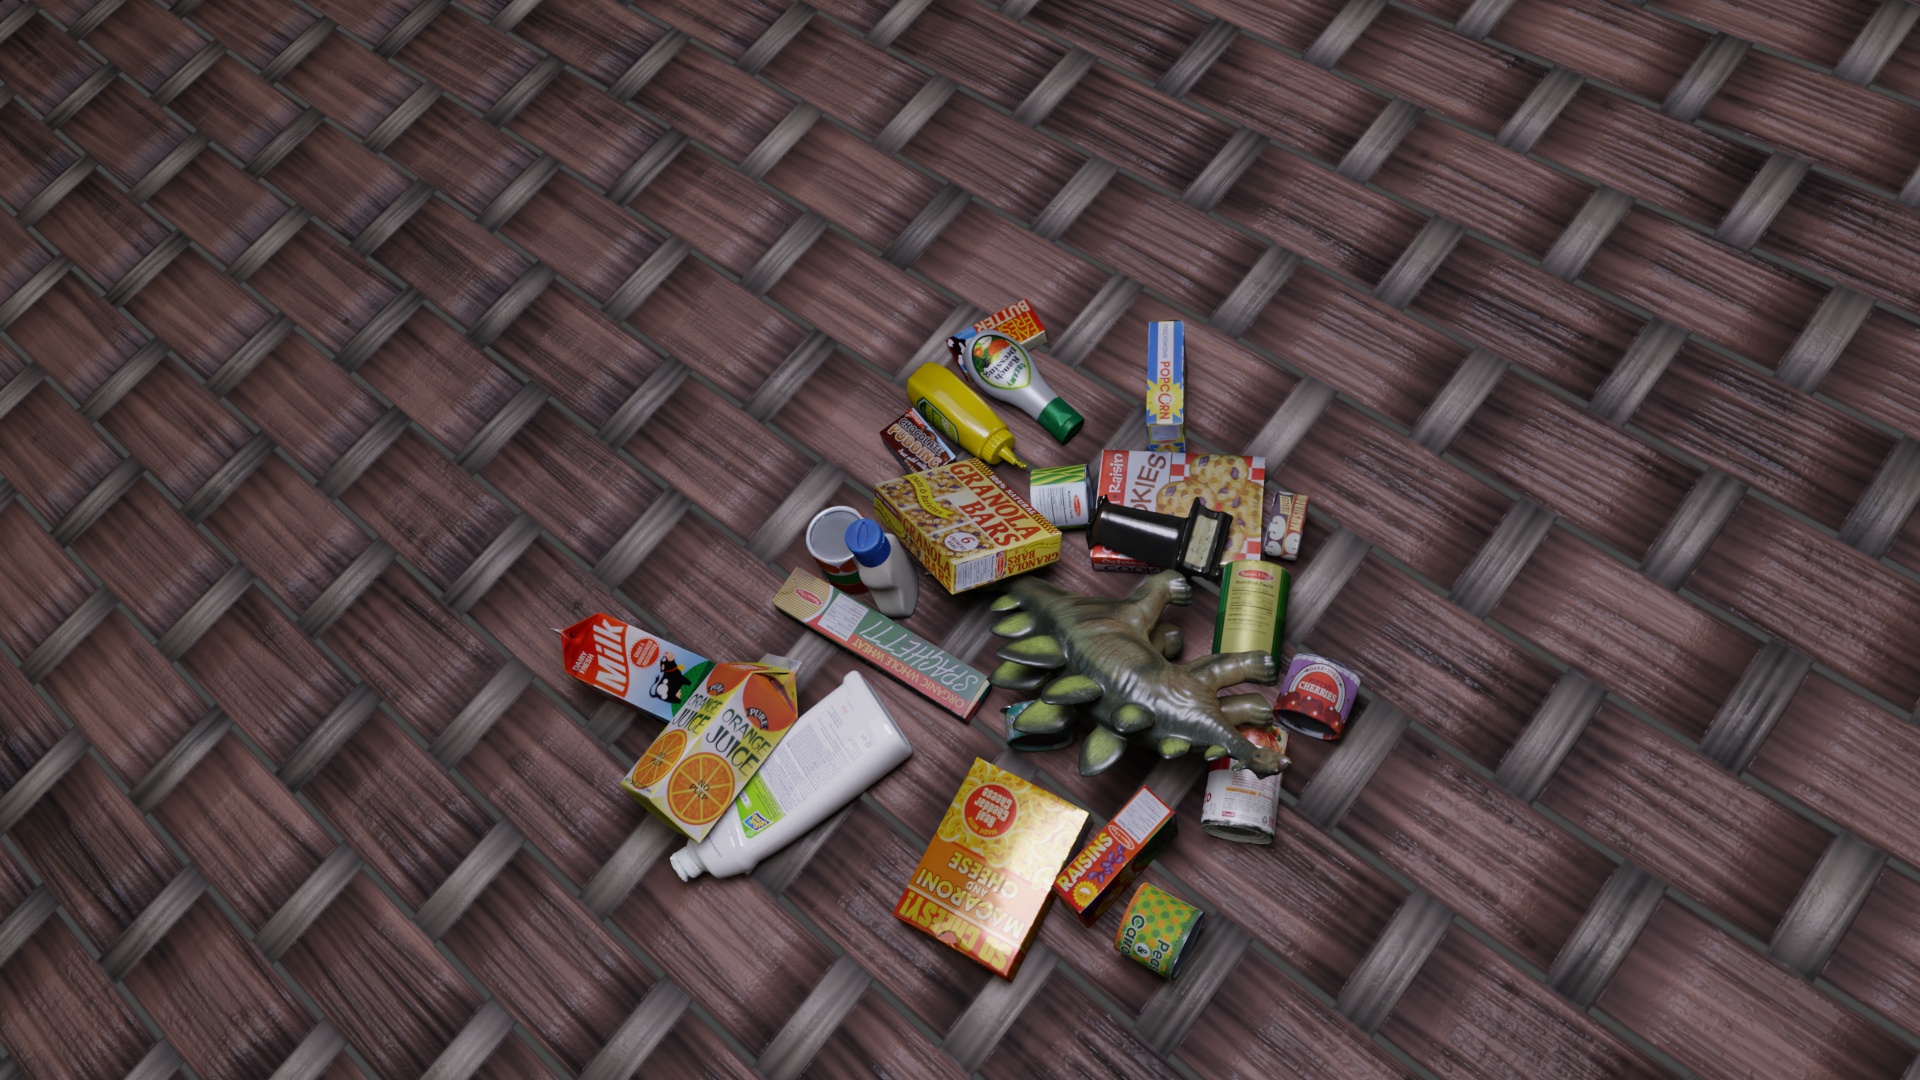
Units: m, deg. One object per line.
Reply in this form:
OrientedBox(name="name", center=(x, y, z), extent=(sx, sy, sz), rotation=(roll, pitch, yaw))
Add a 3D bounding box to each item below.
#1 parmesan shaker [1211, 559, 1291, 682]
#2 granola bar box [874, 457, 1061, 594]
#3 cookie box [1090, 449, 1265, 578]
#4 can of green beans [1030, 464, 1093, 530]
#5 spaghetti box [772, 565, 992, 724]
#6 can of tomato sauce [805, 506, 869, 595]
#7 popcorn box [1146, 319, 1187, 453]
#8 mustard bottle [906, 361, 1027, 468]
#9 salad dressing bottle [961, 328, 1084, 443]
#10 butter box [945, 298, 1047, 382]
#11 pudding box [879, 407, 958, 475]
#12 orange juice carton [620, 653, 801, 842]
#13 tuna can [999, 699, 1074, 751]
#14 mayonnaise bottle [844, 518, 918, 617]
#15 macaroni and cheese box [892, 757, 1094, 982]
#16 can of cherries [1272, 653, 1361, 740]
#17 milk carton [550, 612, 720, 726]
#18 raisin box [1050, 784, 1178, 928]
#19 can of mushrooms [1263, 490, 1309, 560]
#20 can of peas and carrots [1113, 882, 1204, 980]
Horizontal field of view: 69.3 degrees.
OrientedBox(name="parmesan shaker", center=(0.275, 0.078, 1.333), extent=(0.071, 0.071, 0.103), rotation=(7, 68, 15))
OrientedBox(name="granola bar box", center=(0.005, -0.017, 1.395), extent=(0.124, 0.038, 0.166), rotation=(-16, 38, -26))
OrientedBox(name="cookie box", center=(0.221, -0.026, 1.409), extent=(0.167, 0.040, 0.123), rotation=(3, 66, 12))
OrientedBox(name="can of green beans", center=(0.105, -0.043, 1.426), extent=(0.058, 0.071, 0.071), rotation=(-5, 64, 10))
OrientedBox(name="spaghetti box", center=(-0.081, 0.105, 1.415), extent=(0.250, 0.028, 0.050), rotation=(29, 74, 22))
OrientedBox(name="can of tomato sauce", center=(-0.120, 0.010, 1.437), extent=(0.071, 0.082, 0.071), rotation=(-4, 64, 9))
OrientedBox(name="popcorn box", center=(0.215, -0.154, 1.445), extent=(0.038, 0.085, 0.127), rotation=(0, 65, 11))
OrientedBox(name="mustard bottle", center=(0.010, -0.126, 1.487), extent=(0.049, 0.065, 0.160), rotation=(-42, 67, -16))
OrientedBox(name="salad dressing bottle", center=(0.068, -0.165, 1.490), extent=(0.148, 0.044, 0.064), rotation=(43, 84, 12))
OrientedBox(name="butter box", center=(0.041, -0.223, 1.548), extent=(0.103, 0.024, 0.053), rotation=(-28, 63, -2))
OrientedBox(name="pudding box", center=(-0.044, -0.097, 1.503), extent=(0.050, 0.030, 0.084), rotation=(-36, 63, -7))
OrientedBox(name="orange juice carton", center=(-0.229, 0.186, 1.340), extent=(0.072, 0.073, 0.193), rotation=(5, 52, 54))
OrientedBox(name="tuna can", center=(0.073, 0.177, 1.326), extent=(0.071, 0.071, 0.033), rotation=(-7, 65, 9))
OrientedBox(name="mayonnaise bottle", center=(-0.078, 0.025, 1.385), extent=(0.041, 0.147, 0.065), rotation=(-2, 65, 13))
OrientedBox(name="macaroni and cheese box", center=(0.031, 0.303, 1.291), extent=(0.124, 0.040, 0.167), rotation=(23, 71, 22))
OrientedBox(name="can of cherries", center=(0.330, 0.145, 1.286), extent=(0.071, 0.071, 0.058), rotation=(20, 71, 20))
OrientedBox(name="milk carton", center=(-0.332, 0.135, 1.429), extent=(0.191, 0.072, 0.073), rotation=(21, 71, 20))
OrientedBox(name="raisin box", center=(0.140, 0.286, 1.251), extent=(0.123, 0.086, 0.040), rotation=(-45, 66, -10))
OrientedBox(name="can of mushrooms", center=(0.320, -0.016, 1.365), extent=(0.033, 0.070, 0.071), rotation=(13, 69, 15))
OrientedBox(name="can of peas and carrots", center=(0.174, 0.346, 1.225), extent=(0.059, 0.070, 0.071), rotation=(24, 72, 22))
